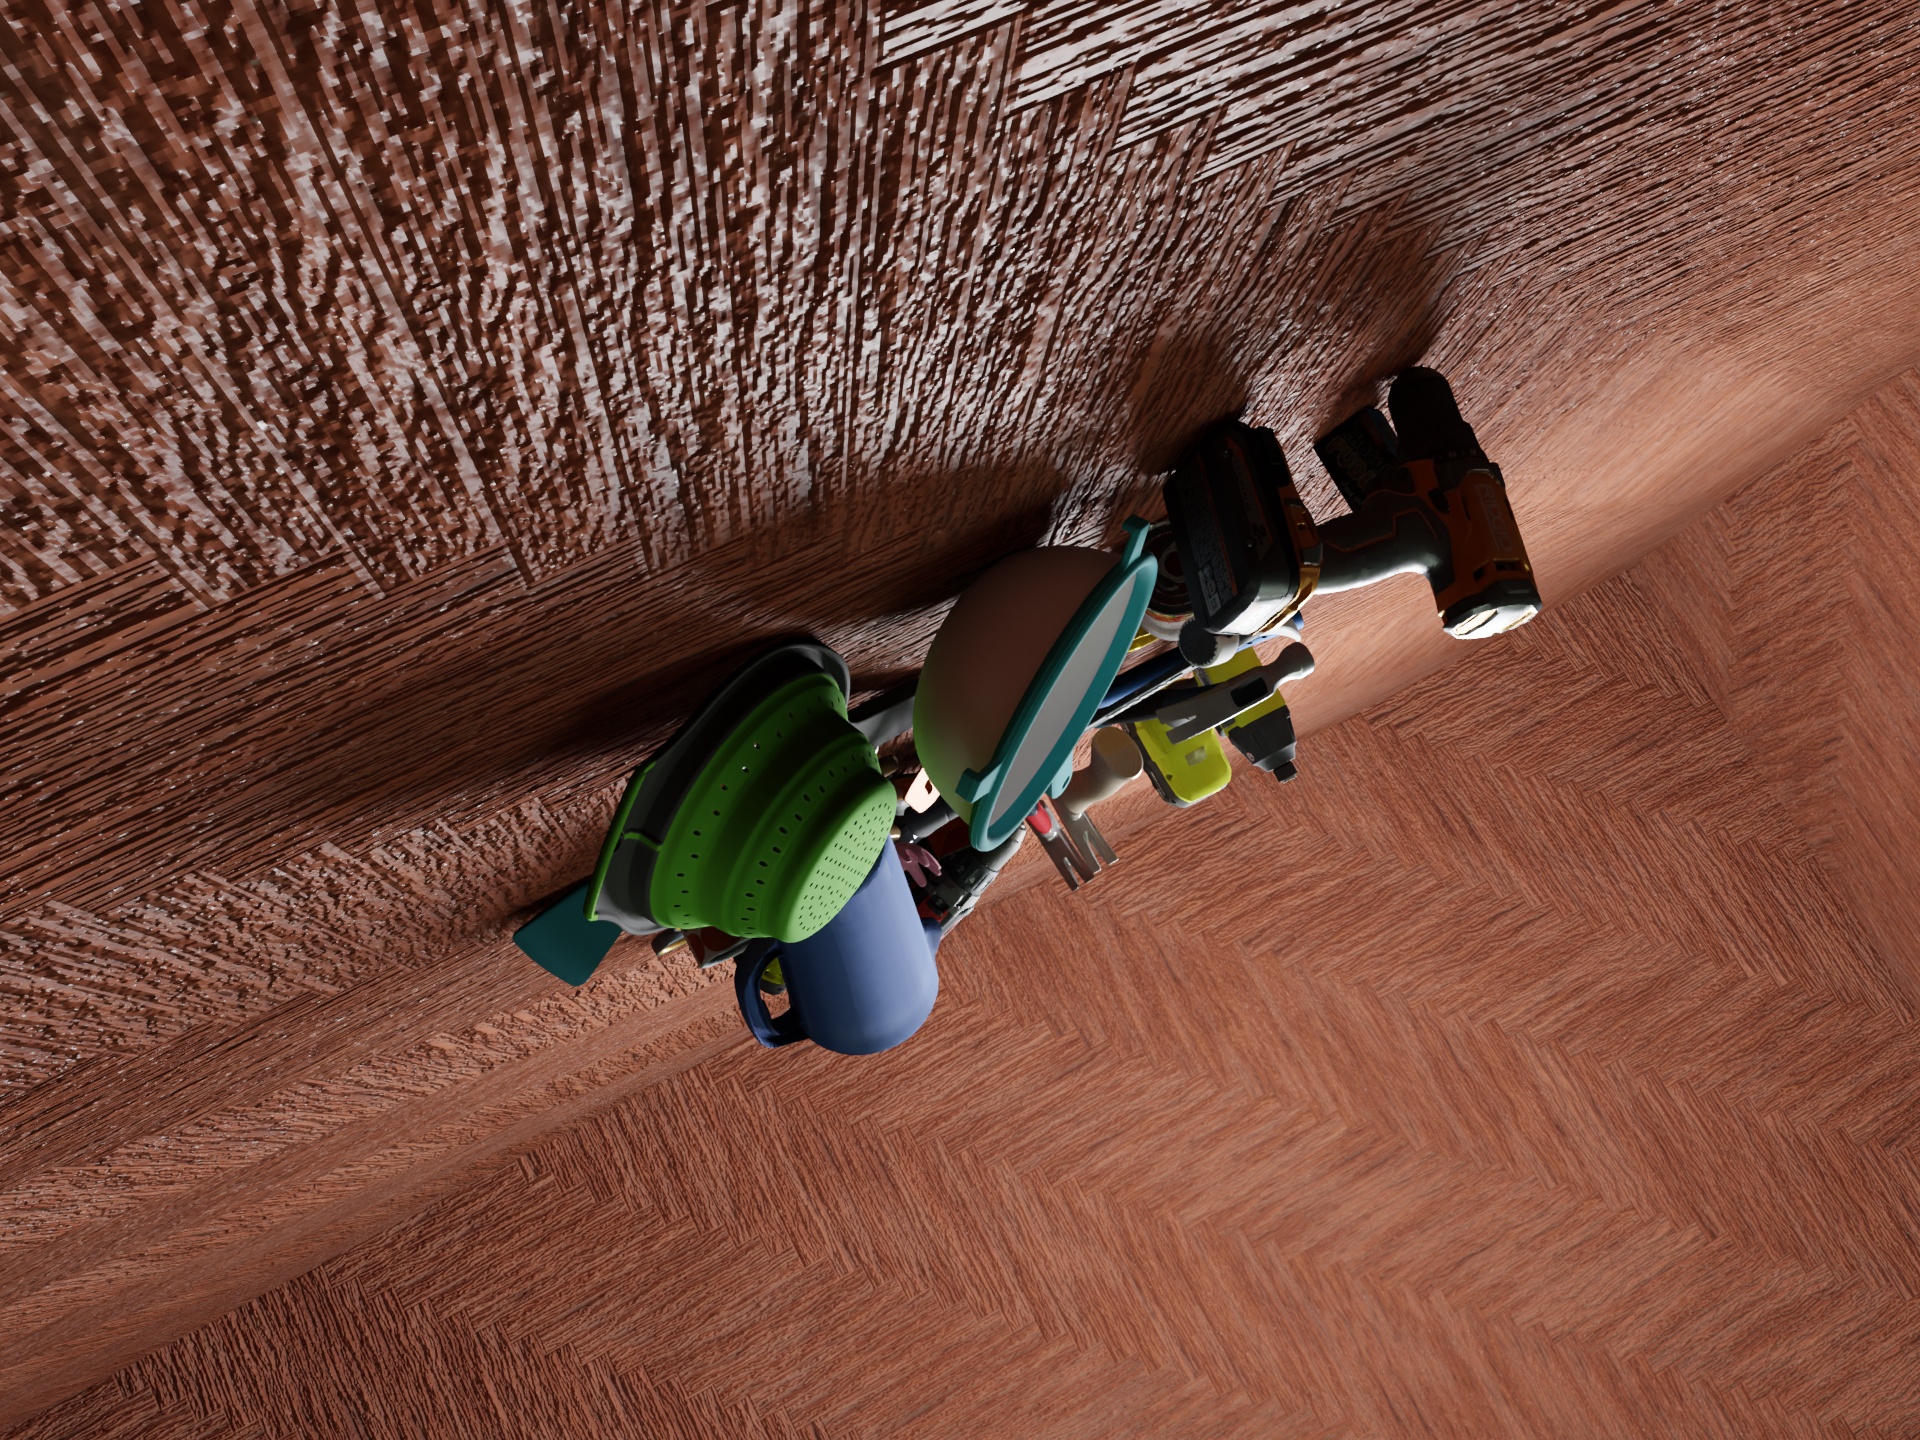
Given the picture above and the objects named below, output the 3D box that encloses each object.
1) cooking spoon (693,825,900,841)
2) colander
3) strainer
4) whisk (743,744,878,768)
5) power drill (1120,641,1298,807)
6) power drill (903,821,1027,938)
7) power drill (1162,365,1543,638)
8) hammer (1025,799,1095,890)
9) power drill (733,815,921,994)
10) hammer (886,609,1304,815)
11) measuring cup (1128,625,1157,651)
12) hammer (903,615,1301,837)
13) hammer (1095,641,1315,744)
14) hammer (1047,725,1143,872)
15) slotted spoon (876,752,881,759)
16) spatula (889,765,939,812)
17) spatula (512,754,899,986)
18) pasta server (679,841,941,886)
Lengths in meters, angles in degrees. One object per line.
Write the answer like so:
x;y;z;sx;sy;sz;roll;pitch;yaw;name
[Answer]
-0.150;0.100;1.319;0.069;0.017;0.318;-31;162;30;cooking spoon
-0.068;0.042;0.998;0.397;0.094;0.204;-29;147;-60;colander
0.034;-0.014;1.049;0.211;0.095;0.340;-57;169;-11;strainer
-0.115;0.025;1.099;0.059;0.058;0.246;4;-176;21;whisk
0.249;0.004;1.580;0.080;0.171;0.223;-25;172;-19;power drill
0.002;0.142;1.596;0.188;0.080;0.227;-47;-178;13;power drill
0.245;-0.141;0.998;0.226;0.185;0.084;-3;159;-22;power drill
0.076;0.097;1.689;0.038;0.143;0.386;-34;165;2;hammer
-0.129;0.173;1.601;0.190;0.080;0.228;-36;171;-39;power drill
0.107;-0.013;1.388;0.405;0.035;0.144;-24;172;3;hammer
0.091;-0.057;1.304;0.156;0.029;0.062;-20;172;19;measuring cup
0.091;0.008;1.245;0.149;0.036;0.409;-15;168;-46;hammer
0.195;-0.017;1.473;0.128;0.033;0.331;-29;-175;-17;hammer
0.130;0.069;1.520;0.038;0.146;0.410;-29;175;-6;hammer
-0.152;0.105;1.402;0.070;0.031;0.313;-19;163;-44;slotted spoon
-0.054;0.048;1.253;0.081;0.041;0.322;-56;-168;-16;spatula
-0.183;0.104;1.187;0.317;0.044;0.082;-26;133;14;spatula
-0.133;0.133;1.367;0.060;0.040;0.316;-39;157;32;pasta server
